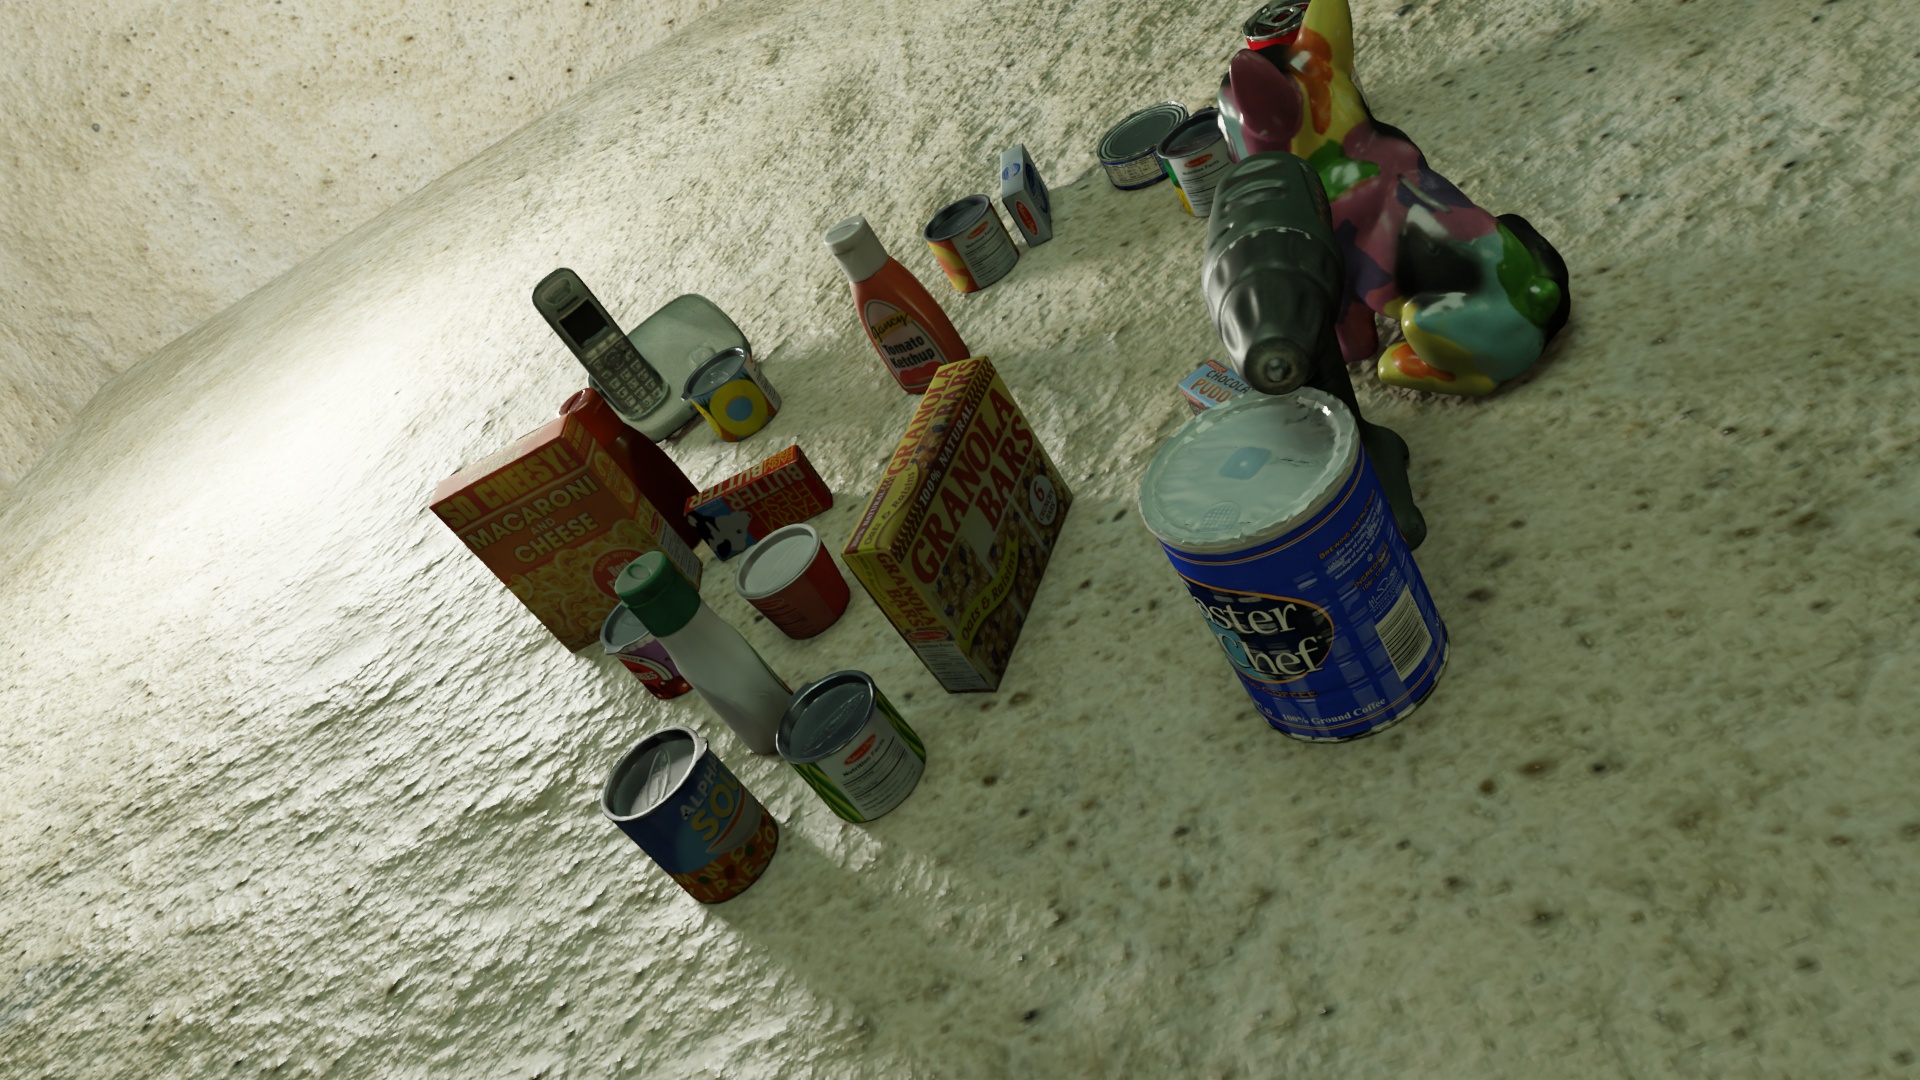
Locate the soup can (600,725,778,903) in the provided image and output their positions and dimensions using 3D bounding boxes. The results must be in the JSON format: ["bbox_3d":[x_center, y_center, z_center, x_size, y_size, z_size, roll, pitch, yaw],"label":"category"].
[{"bbox_3d":[-0.151,0.156,0.795,0.071,0.083,0.072,-23,34,17],"label":"soup can"}]

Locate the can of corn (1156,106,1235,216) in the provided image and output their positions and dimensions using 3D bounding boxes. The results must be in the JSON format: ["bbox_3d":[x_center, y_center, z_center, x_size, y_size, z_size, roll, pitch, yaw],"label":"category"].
[{"bbox_3d":[0.198,-0.300,1.098,0.071,0.058,0.071,-23,34,17],"label":"can of corn"}]

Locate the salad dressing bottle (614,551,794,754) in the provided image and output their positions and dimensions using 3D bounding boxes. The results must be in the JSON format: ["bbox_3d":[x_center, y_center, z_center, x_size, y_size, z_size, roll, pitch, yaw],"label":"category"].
[{"bbox_3d":[-0.152,0.069,0.849,0.044,0.147,0.064,-47,34,-18],"label":"salad dressing bottle"}]

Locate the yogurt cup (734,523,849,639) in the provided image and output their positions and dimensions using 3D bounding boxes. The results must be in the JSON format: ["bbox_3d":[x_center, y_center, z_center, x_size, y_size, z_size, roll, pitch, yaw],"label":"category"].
[{"bbox_3d":[-0.112,0.030,0.950,0.072,0.053,0.073,-23,34,17],"label":"yogurt cup"}]

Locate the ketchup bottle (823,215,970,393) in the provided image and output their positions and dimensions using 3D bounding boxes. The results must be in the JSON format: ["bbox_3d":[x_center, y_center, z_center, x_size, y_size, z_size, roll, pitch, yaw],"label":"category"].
[{"bbox_3d":[-0.053,-0.184,1.086,0.064,0.148,0.044,-12,39,31],"label":"ketchup bottle"}]

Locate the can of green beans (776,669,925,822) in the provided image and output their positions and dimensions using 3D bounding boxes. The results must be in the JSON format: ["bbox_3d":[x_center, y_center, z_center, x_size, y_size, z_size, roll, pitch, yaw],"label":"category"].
[{"bbox_3d":[-0.062,0.117,0.791,0.071,0.057,0.071,-23,34,17],"label":"can of green beans"}]

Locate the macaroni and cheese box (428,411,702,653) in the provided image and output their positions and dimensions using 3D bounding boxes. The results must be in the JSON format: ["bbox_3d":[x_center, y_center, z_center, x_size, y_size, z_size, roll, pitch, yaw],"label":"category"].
[{"bbox_3d":[-0.295,-0.003,1.051,0.123,0.166,0.040,-26,34,14],"label":"macaroni and cheese box"}]

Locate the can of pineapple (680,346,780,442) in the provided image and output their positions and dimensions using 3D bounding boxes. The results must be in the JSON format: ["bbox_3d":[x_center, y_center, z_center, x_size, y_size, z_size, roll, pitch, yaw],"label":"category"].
[{"bbox_3d":[-0.203,-0.128,1.231,0.071,0.057,0.071,-23,34,17],"label":"can of pineapple"}]

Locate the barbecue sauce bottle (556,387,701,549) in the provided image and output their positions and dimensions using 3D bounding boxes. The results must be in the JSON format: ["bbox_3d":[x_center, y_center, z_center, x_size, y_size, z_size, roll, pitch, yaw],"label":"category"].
[{"bbox_3d":[-0.259,-0.055,1.103,0.043,0.148,0.065,-14,38,29],"label":"barbecue sauce bottle"}]

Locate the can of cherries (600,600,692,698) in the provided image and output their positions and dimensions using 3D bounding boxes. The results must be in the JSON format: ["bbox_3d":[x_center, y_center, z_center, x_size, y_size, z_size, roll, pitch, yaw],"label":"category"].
[{"bbox_3d":[-0.212,0.071,0.982,0.071,0.058,0.072,-23,34,17],"label":"can of cherries"}]

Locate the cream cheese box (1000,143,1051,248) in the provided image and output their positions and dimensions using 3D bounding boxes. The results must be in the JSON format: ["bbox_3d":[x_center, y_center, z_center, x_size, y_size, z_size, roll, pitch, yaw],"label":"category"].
[{"bbox_3d":[0.058,-0.308,1.235,0.024,0.053,0.104,-23,34,18],"label":"cream cheese box"}]

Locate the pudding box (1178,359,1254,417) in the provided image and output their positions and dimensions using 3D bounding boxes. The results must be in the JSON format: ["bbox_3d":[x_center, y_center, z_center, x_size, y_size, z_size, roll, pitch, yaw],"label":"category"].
[{"bbox_3d":[0.171,-0.073,0.837,0.030,0.049,0.084,-36,33,-3],"label":"pudding box"}]

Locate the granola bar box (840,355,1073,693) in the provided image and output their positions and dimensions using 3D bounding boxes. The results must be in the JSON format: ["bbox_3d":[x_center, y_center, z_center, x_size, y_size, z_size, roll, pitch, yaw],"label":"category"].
[{"bbox_3d":[0.003,-0.010,0.837,0.039,0.124,0.166,-9,41,35],"label":"granola bar box"}]

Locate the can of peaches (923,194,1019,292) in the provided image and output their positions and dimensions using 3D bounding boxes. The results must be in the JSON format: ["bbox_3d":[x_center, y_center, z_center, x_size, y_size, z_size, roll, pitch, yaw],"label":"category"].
[{"bbox_3d":[0.009,-0.260,1.212,0.071,0.058,0.071,-23,34,17],"label":"can of peaches"}]

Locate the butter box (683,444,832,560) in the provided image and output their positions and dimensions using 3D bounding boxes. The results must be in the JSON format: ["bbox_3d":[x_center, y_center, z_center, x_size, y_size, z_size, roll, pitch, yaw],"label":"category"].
[{"bbox_3d":[-0.154,-0.029,1.064,0.103,0.053,0.024,-26,34,14],"label":"butter box"}]
